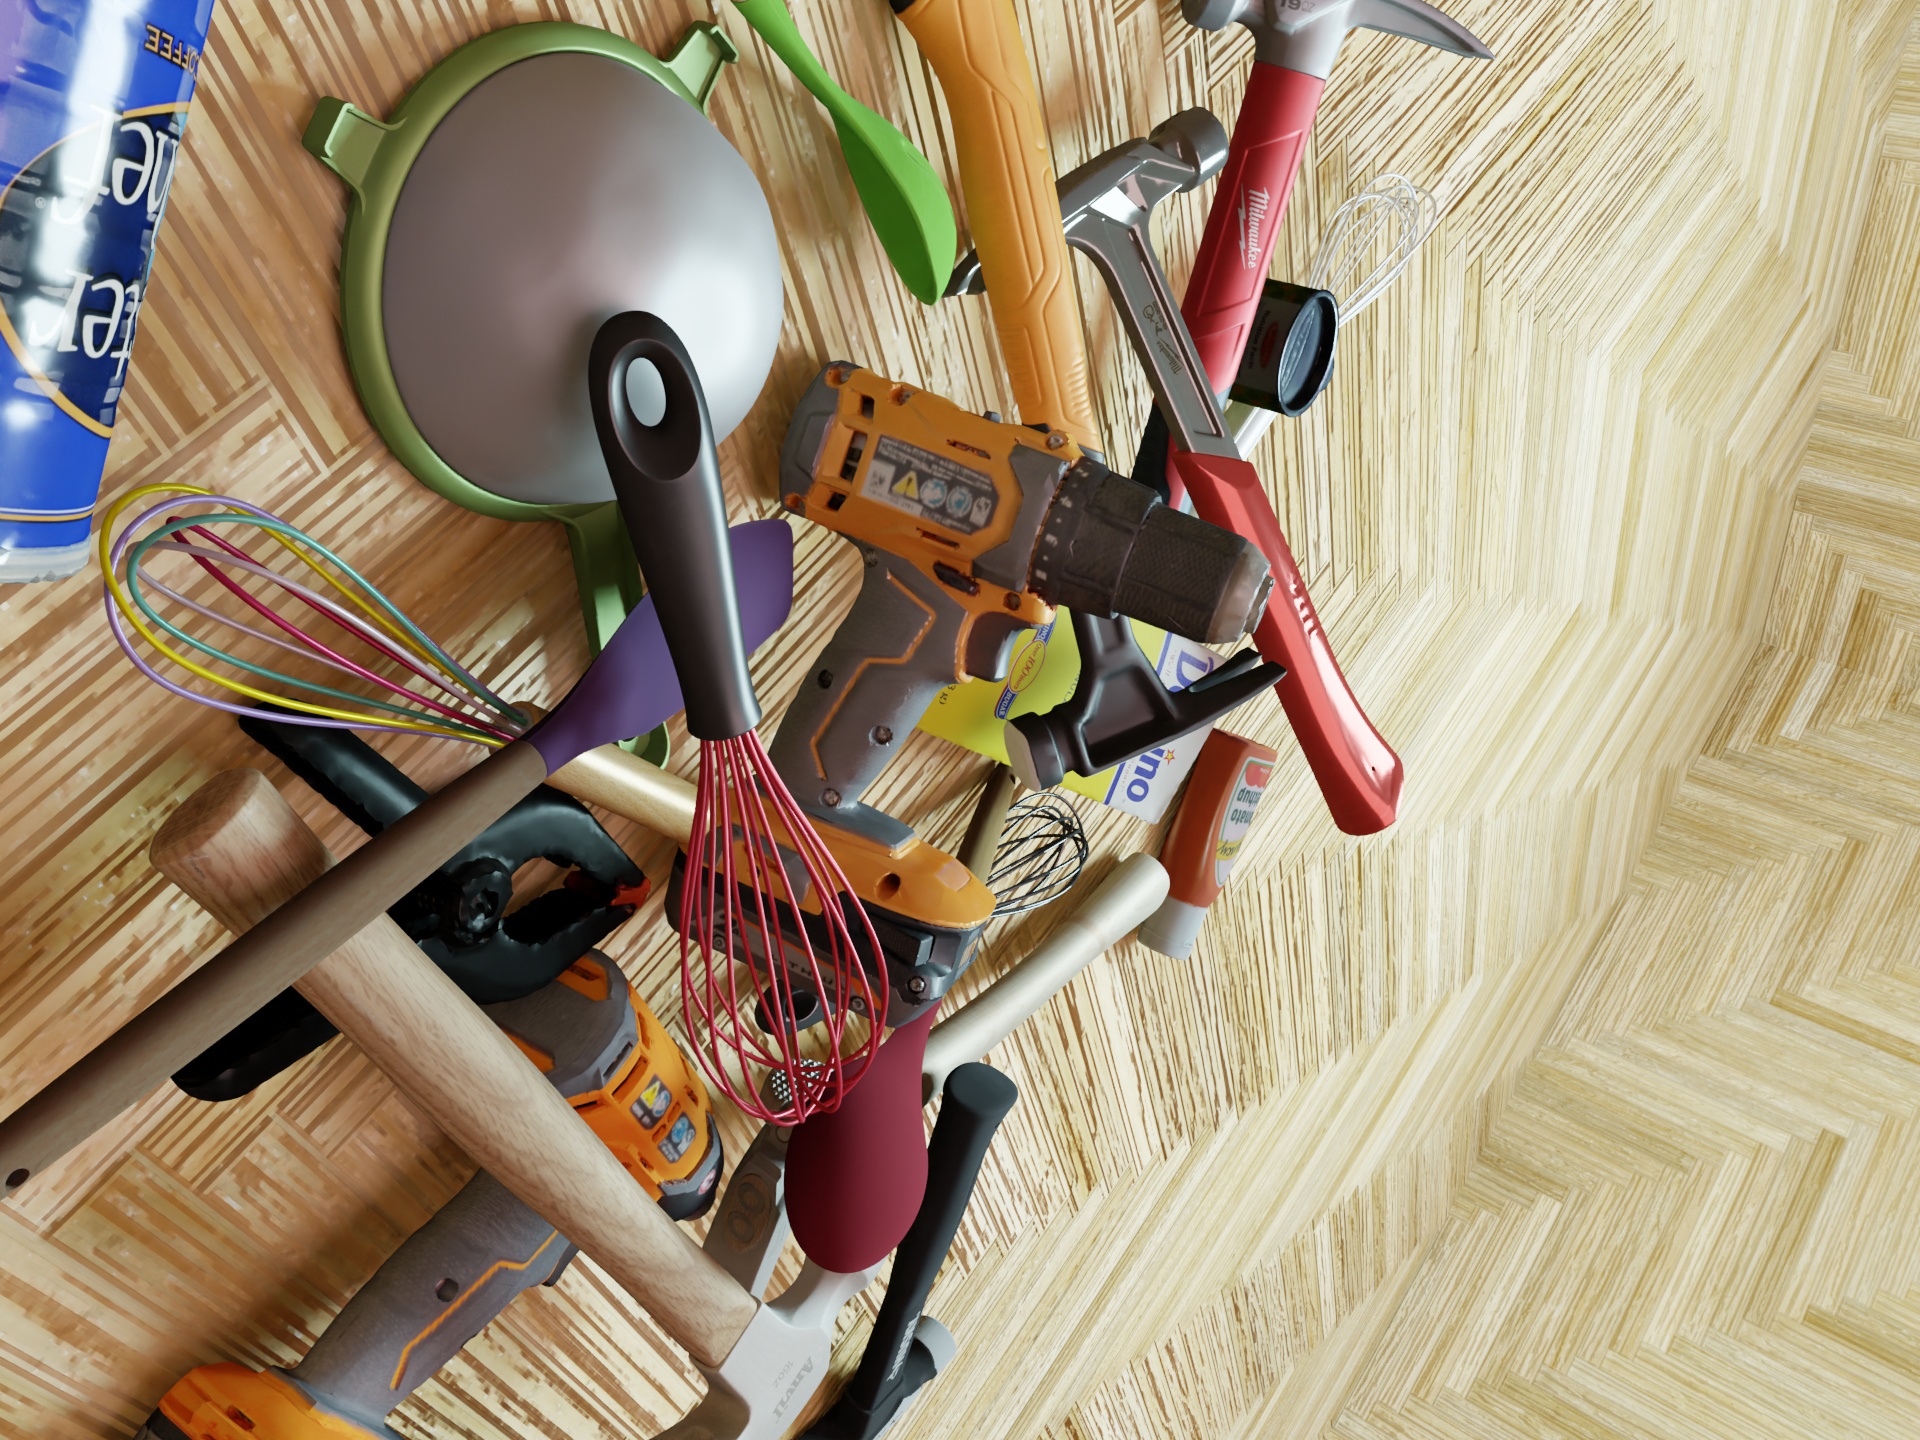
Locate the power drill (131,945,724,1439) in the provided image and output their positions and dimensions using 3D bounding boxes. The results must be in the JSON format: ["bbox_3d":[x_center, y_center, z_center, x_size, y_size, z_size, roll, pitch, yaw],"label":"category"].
[{"bbox_3d":[-0.172,0.213,0.582,0.226,0.084,0.164,-54,147,-27],"label":"power drill"}]

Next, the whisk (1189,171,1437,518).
[{"bbox_3d":[0.189,-0.208,0.888,0.246,0.059,0.057,-55,138,-10],"label":"whisk"}]

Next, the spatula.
[{"bbox_3d":[-0.141,0.023,0.454,0.316,0.018,0.059,-45,150,-42],"label":"spatula"}]

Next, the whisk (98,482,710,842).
[{"bbox_3d":[-0.151,-0.007,0.486,0.051,0.047,0.244,-42,147,8],"label":"whisk"}]

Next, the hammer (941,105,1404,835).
[{"bbox_3d":[0.124,-0.084,0.738,0.149,0.037,0.358,-40,118,-21],"label":"hammer"}]

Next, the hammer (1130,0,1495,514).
[{"bbox_3d":[0.127,-0.157,0.777,0.143,0.038,0.386,10,111,-14],"label":"hammer"}]

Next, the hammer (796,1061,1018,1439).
[{"bbox_3d":[-0.028,0.293,0.828,0.146,0.035,0.334,-33,149,-42],"label":"hammer"}]

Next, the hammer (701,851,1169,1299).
[{"bbox_3d":[0.009,0.163,0.829,0.410,0.038,0.146,-26,143,-56],"label":"hammer"}]

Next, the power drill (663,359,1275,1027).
[{"bbox_3d":[-0.001,-0.002,0.602,0.084,0.185,0.226,-26,137,-74],"label":"power drill"}]

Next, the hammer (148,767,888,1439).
[{"bbox_3d":[-0.134,0.142,0.512,0.130,0.031,0.331,-55,131,-30],"label":"hammer"}]

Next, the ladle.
[{"bbox_3d":[-0.009,0.105,0.692,0.069,0.031,0.316,56,27,-20],"label":"ladle"}]

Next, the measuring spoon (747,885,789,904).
[{"bbox_3d":[-0.081,0.095,0.713,0.021,0.011,0.116,-50,142,-35],"label":"measuring spoon"}]

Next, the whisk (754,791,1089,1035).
[{"bbox_3d":[-0.013,0.092,0.770,0.239,0.055,0.055,-26,131,-47],"label":"whisk"}]

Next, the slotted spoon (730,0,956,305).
[{"bbox_3d":[-0.075,-0.236,0.466,0.031,0.070,0.313,-39,142,5],"label":"slotted spoon"}]

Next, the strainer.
[{"bbox_3d":[-0.101,-0.081,0.505,0.151,0.069,0.256,-35,135,-41],"label":"strainer"}]

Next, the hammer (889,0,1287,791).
[{"bbox_3d":[0.043,-0.136,0.633,0.127,0.034,0.336,-23,118,-12],"label":"hammer"}]

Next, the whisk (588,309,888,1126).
[{"bbox_3d":[-0.071,0.017,0.501,0.073,0.073,0.295,-37,131,-39],"label":"whisk"}]
